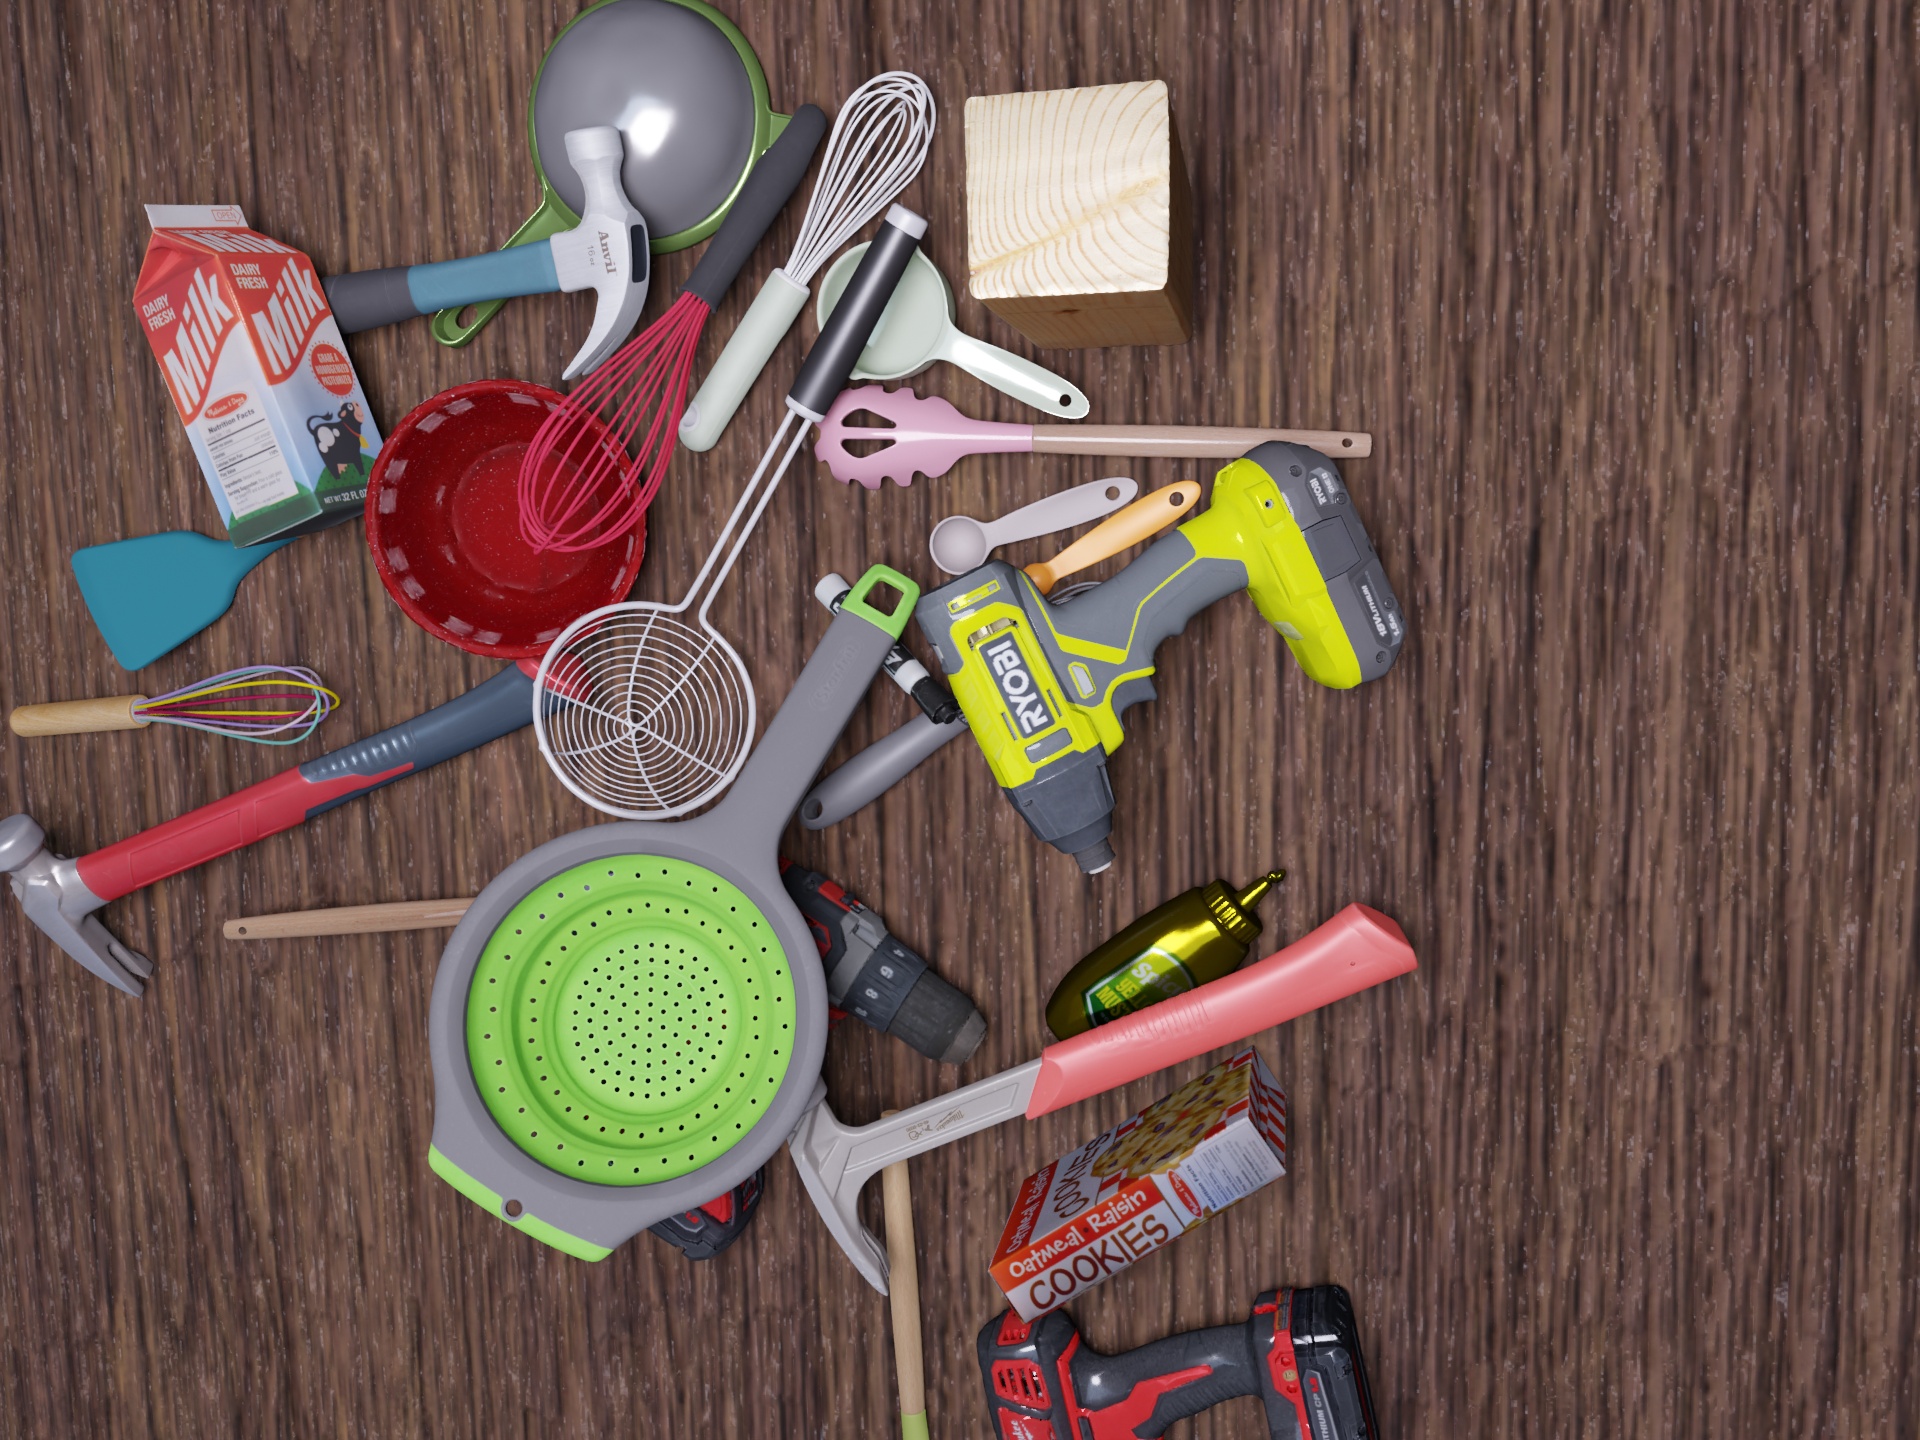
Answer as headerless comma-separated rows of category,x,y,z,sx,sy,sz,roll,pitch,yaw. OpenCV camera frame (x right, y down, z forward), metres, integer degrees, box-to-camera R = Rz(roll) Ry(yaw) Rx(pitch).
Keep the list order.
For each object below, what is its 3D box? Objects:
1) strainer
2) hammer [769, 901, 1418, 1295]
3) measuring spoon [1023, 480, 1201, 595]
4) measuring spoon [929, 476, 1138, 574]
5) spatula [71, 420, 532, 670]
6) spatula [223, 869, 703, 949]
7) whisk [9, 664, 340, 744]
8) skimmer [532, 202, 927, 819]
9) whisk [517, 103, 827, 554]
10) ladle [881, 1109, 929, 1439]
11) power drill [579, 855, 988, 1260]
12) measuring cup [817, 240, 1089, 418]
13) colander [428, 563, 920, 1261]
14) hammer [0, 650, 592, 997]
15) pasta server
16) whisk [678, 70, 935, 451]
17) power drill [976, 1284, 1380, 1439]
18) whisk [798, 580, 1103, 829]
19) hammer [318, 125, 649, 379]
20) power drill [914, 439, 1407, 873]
strainer,-0.227,-0.312,0.915,0.256,0.069,0.151,-42,87,11
hammer,0.080,0.196,0.879,0.359,0.037,0.149,-23,105,8
measuring spoon,0.085,-0.104,0.905,0.117,0.011,0.021,-29,90,13
measuring spoon,0.042,-0.116,0.914,0.124,0.018,0.034,-18,104,6
spatula,-0.397,-0.128,0.984,0.317,0.044,0.082,-22,95,12
spatula,-0.309,0.121,0.996,0.316,0.018,0.060,-4,98,5
whisk,-0.508,-0.005,1.025,0.245,0.047,0.051,-4,97,16
skimmer,-0.115,-0.113,0.877,0.127,0.090,0.363,28,107,-13
whisk,-0.155,-0.216,0.881,0.073,0.073,0.296,30,86,7
ladle,-0.034,0.399,0.966,0.078,0.062,0.320,-3,93,13
power drill,-0.110,0.207,0.950,0.188,0.080,0.226,33,98,6
measuring cup,0.000,-0.210,0.896,0.167,0.038,0.083,28,103,7
colander,-0.134,0.093,0.881,0.204,0.094,0.397,30,77,2
hammer,-0.402,0.056,0.997,0.386,0.038,0.143,-22,125,6
pasta server,0.069,-0.158,0.897,0.316,0.040,0.060,2,97,7
whisk,-0.091,-0.258,0.910,0.246,0.059,0.058,-54,48,16
power drill,0.126,0.409,0.926,0.219,0.078,0.143,-12,94,15
whisk,-0.001,-0.002,0.920,0.239,0.055,0.055,-35,89,17
hammer,-0.328,-0.252,0.932,0.331,0.033,0.128,-3,108,22
power drill,0.110,-0.036,0.840,0.223,0.080,0.171,-27,97,-5
